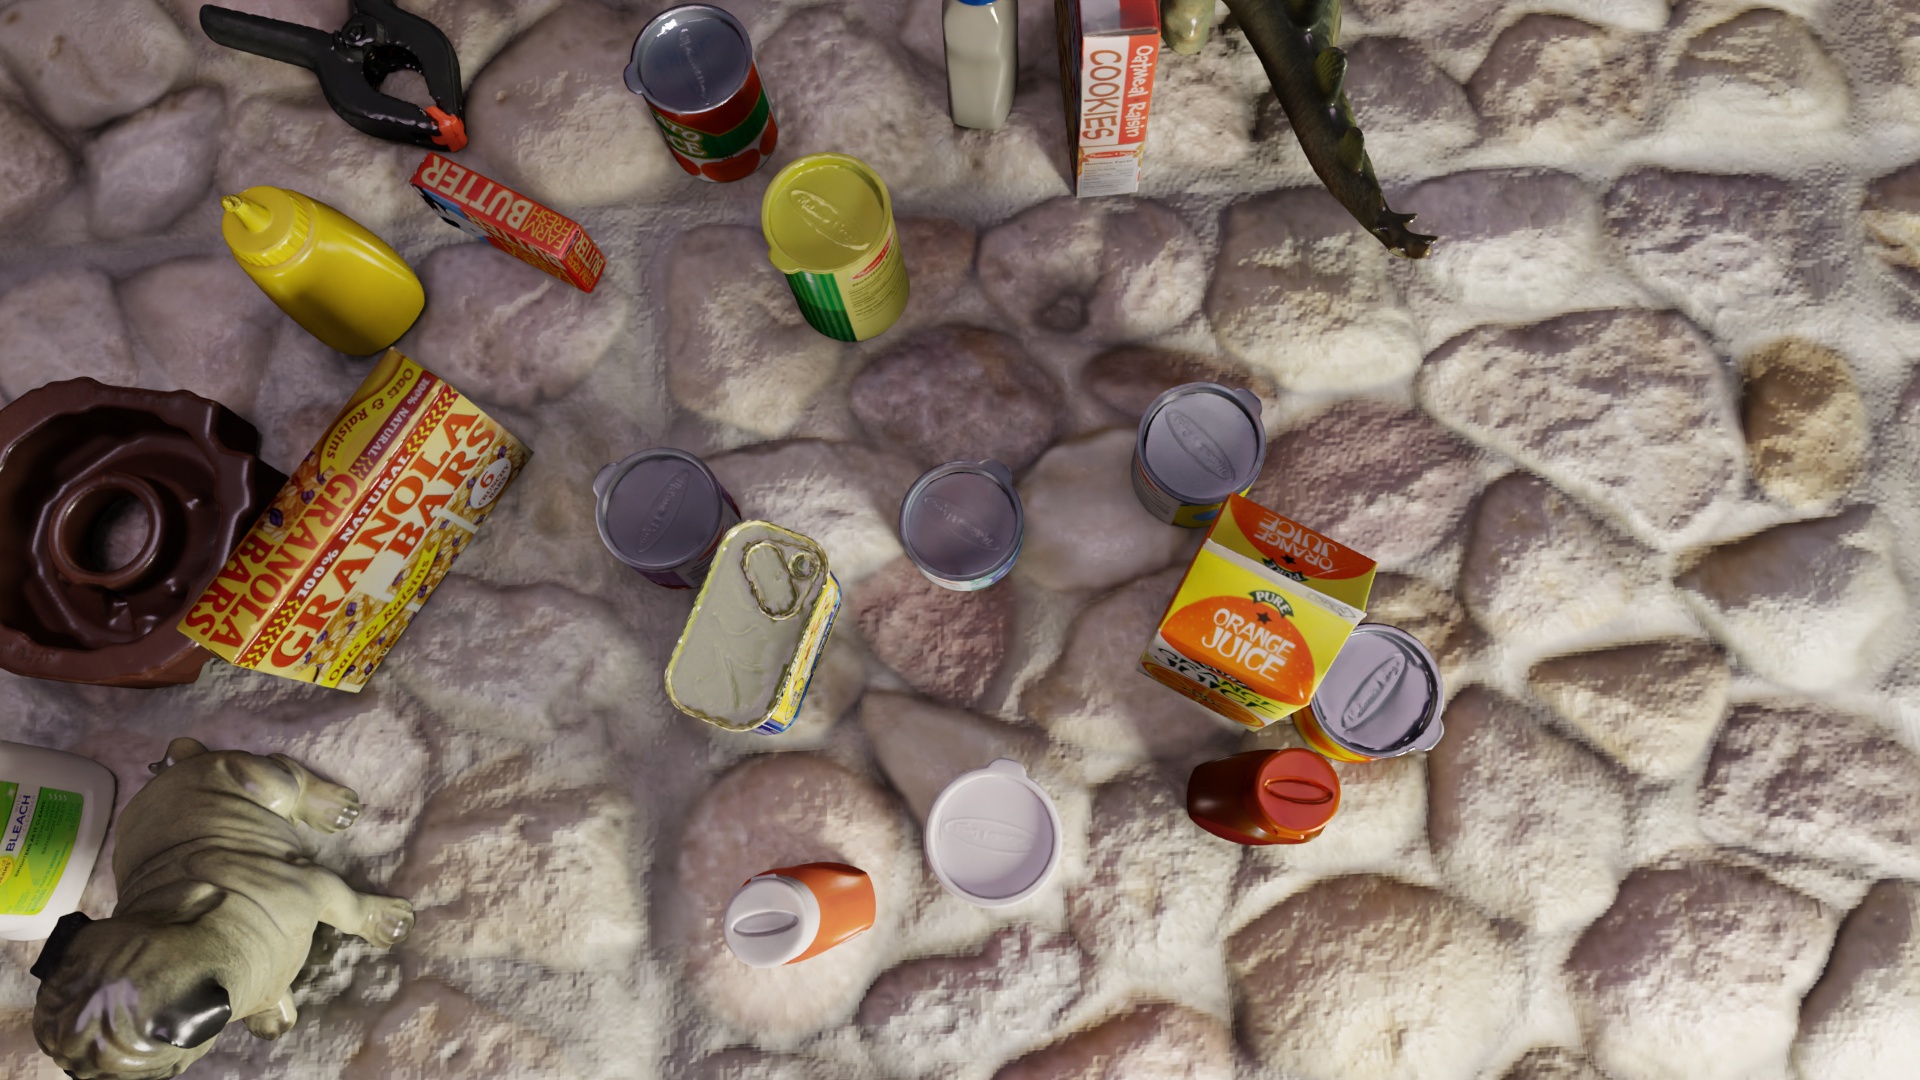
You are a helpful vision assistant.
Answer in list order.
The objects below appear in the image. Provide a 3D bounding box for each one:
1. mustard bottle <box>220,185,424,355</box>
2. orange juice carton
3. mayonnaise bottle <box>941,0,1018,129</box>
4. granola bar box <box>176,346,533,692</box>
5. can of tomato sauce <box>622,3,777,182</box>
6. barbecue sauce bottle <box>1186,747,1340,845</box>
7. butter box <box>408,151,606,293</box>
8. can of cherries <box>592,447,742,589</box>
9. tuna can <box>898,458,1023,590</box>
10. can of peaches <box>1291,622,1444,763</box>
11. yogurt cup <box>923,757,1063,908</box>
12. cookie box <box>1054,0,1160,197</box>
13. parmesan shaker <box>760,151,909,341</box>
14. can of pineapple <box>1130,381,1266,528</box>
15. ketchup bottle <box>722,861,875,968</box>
[{"bbox_3d":[-0.342,-0.149,0.732,0.049,0.160,0.065,43,83,11],"label":"mustard bottle"},{"bbox_3d":[0.135,0.035,0.649,0.072,0.192,0.073,28,80,8],"label":"orange juice carton"},{"bbox_3d":[0.010,-0.284,0.751,0.041,0.148,0.065,9,78,5],"label":"mayonnaise bottle"},{"bbox_3d":[-0.302,-0.005,0.715,0.039,0.124,0.166,32,81,9],"label":"granola bar box"},{"bbox_3d":[-0.144,-0.249,0.784,0.071,0.083,0.071,-1,77,3],"label":"can of tomato sauce"},{"bbox_3d":[0.145,0.121,0.652,0.065,0.148,0.044,8,78,5],"label":"barbecue sauce bottle"},{"bbox_3d":[-0.255,-0.180,0.789,0.103,0.053,0.024,27,80,8],"label":"butter box"},{"bbox_3d":[-0.156,-0.012,0.743,0.071,0.058,0.071,-1,77,3],"label":"can of cherries"},{"bbox_3d":[0.003,-0.009,0.748,0.071,0.032,0.071,-1,77,3],"label":"tuna can"},{"bbox_3d":[0.206,0.080,0.704,0.071,0.058,0.071,-1,77,3],"label":"can of peaches"},{"bbox_3d":[0.017,0.149,0.700,0.072,0.054,0.072,-1,77,3],"label":"yogurt cup"},{"bbox_3d":[0.076,-0.276,0.736,0.040,0.167,0.123,-5,77,2],"label":"cookie box"},{"bbox_3d":[-0.067,-0.153,0.748,0.071,0.103,0.071,-1,78,3],"label":"parmesan shaker"},{"bbox_3d":[0.126,-0.045,0.737,0.071,0.057,0.071,-1,77,3],"label":"can of pineapple"},{"bbox_3d":[-0.078,0.174,0.650,0.065,0.148,0.043,-9,77,1],"label":"ketchup bottle"}]
